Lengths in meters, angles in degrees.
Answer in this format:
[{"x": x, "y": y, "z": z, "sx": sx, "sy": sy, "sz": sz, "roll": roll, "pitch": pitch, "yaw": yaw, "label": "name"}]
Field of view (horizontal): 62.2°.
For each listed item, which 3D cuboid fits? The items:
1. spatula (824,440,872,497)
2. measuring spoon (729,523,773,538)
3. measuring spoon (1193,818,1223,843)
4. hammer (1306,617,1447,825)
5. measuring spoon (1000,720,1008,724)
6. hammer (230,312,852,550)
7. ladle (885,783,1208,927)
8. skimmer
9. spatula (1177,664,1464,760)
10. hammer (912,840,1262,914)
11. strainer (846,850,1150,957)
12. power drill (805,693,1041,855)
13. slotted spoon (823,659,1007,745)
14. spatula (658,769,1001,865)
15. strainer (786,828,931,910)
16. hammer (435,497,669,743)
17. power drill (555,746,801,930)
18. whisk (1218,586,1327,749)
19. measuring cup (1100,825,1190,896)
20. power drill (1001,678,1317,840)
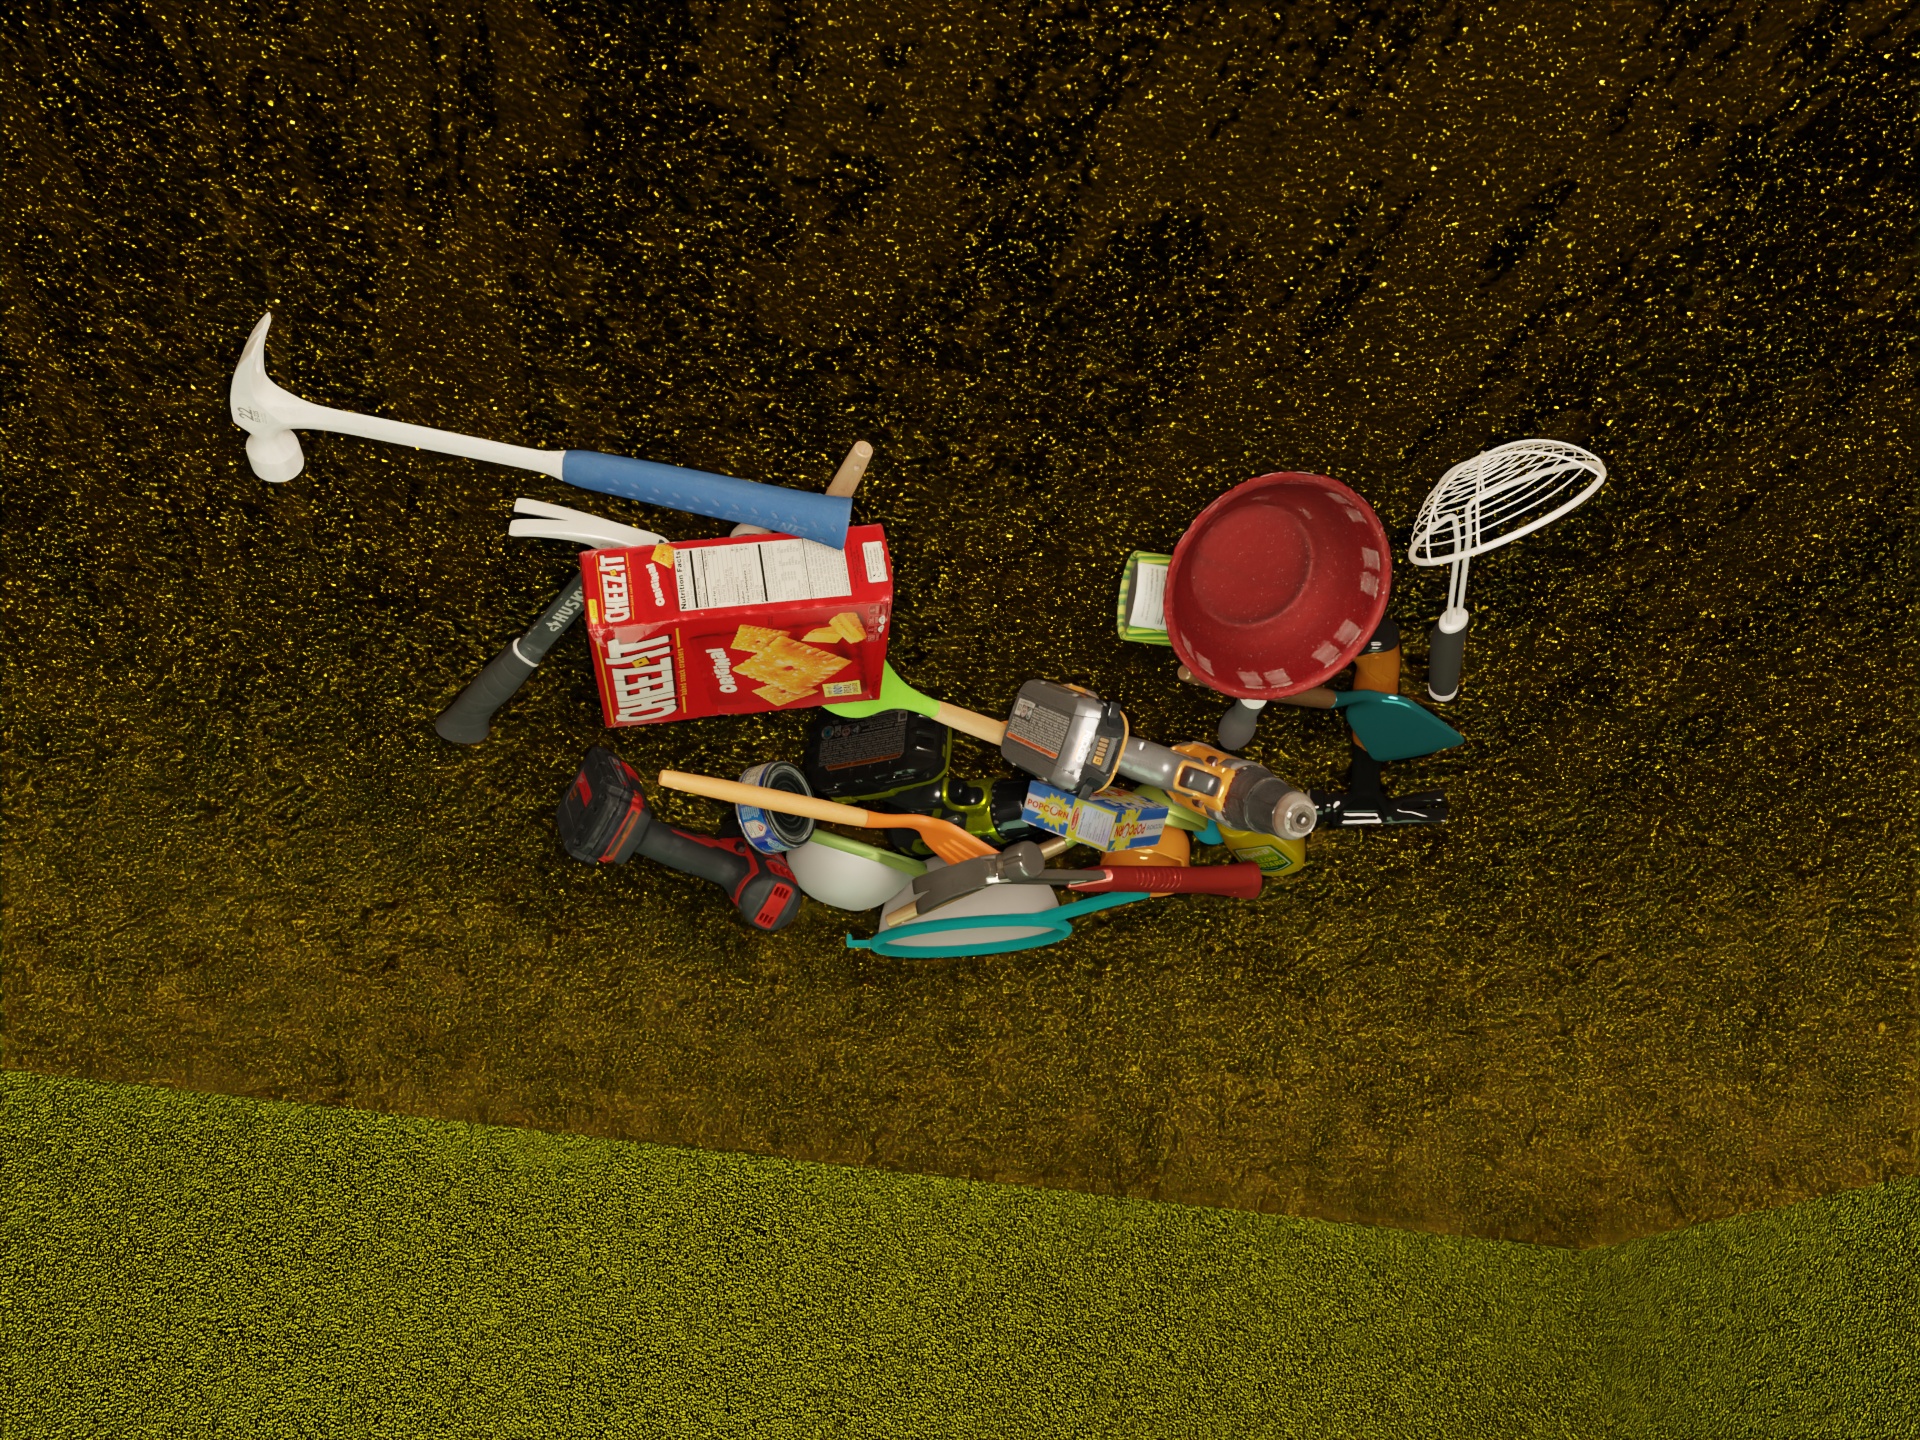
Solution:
[{"x": -0.121, "y": -0.117, "z": 1.181, "sx": 0.059, "sy": 0.018, "sz": 0.315, "roll": 13, "pitch": 152, "yaw": -17, "label": "spatula"}, {"x": -0.166, "y": -0.121, "z": 1.189, "sx": 0.034, "sy": 0.018, "sz": 0.124, "roll": 8, "pitch": 160, "yaw": -19, "label": "measuring spoon"}, {"x": 0.227, "y": 0.092, "z": 1.540, "sx": 0.042, "sy": 0.021, "sz": 0.128, "roll": -12, "pitch": 148, "yaw": 29, "label": "measuring spoon"}, {"x": 0.357, "y": 0.009, "z": 1.351, "sx": 0.127, "sy": 0.034, "sz": 0.336, "roll": -2, "pitch": 152, "yaw": 12, "label": "hammer"}, {"x": 0.093, "y": 0.010, "z": 1.415, "sx": 0.117, "sy": 0.011, "sz": 0.021, "roll": 10, "pitch": 155, "yaw": -5, "label": "measuring spoon"}, {"x": -0.273, "y": -0.173, "z": 1.051, "sx": 0.405, "sy": 0.035, "sz": 0.144, "roll": 11, "pitch": 152, "yaw": -7, "label": "hammer"}, {"x": 0.079, "y": 0.135, "z": 1.487, "sx": 0.320, "sy": 0.062, "sz": 0.078, "roll": -25, "pitch": 161, "yaw": 7, "label": "ladle"}, {"x": 0.368, "y": -0.079, "z": 1.117, "sx": 0.127, "sy": 0.090, "sz": 0.363, "roll": -31, "pitch": 152, "yaw": -3, "label": "skimmer"}, {"x": 0.266, "y": -0.009, "z": 1.199, "sx": 0.317, "sy": 0.044, "sz": 0.082, "roll": 8, "pitch": 163, "yaw": -44, "label": "spatula"}, {"x": 0.135, "y": 0.144, "z": 1.427, "sx": 0.358, "sy": 0.037, "sz": 0.149, "roll": 5, "pitch": 159, "yaw": -39, "label": "hammer"}, {"x": 0.053, "y": 0.170, "z": 1.622, "sx": 0.210, "sy": 0.095, "sz": 0.340, "roll": 11, "pitch": 156, "yaw": -44, "label": "strainer"}, {"x": -0.015, "y": 0.057, "z": 1.445, "sx": 0.190, "sy": 0.080, "sz": 0.228, "roll": -10, "pitch": 153, "yaw": 28, "label": "power drill"}, {"x": -0.002, "y": -0.004, "z": 1.344, "sx": 0.313, "sy": 0.070, "sz": 0.031, "roll": 21, "pitch": 158, "yaw": -38, "label": "slotted spoon"}, {"x": -0.106, "y": 0.089, "z": 1.380, "sx": 0.322, "sy": 0.041, "sz": 0.081, "roll": 13, "pitch": 157, "yaw": -24, "label": "spatula"}, {"x": -0.088, "y": 0.158, "z": 1.543, "sx": 0.151, "sy": 0.069, "sz": 0.256, "roll": 20, "pitch": 176, "yaw": -30, "label": "strainer"}, {"x": -0.352, "y": -0.063, "z": 1.296, "sx": 0.149, "sy": 0.036, "sz": 0.409, "roll": 21, "pitch": 149, "yaw": -28, "label": "hammer"}, {"x": -0.267, "y": 0.110, "z": 1.525, "sx": 0.226, "sy": 0.080, "sz": 0.188, "roll": 28, "pitch": -173, "yaw": -26, "label": "power drill"}, {"x": 0.240, "y": -0.035, "z": 1.262, "sx": 0.070, "sy": 0.070, "sz": 0.284, "roll": 4, "pitch": 158, "yaw": -1, "label": "whisk"}, {"x": 0.156, "y": 0.108, "z": 1.557, "sx": 0.095, "sy": 0.052, "sz": 0.173, "roll": -24, "pitch": 129, "yaw": 39, "label": "measuring cup"}, {"x": 0.169, "y": 0.041, "z": 1.316, "sx": 0.226, "sy": 0.084, "sz": 0.185, "roll": 18, "pitch": -177, "yaw": -26, "label": "power drill"}]
